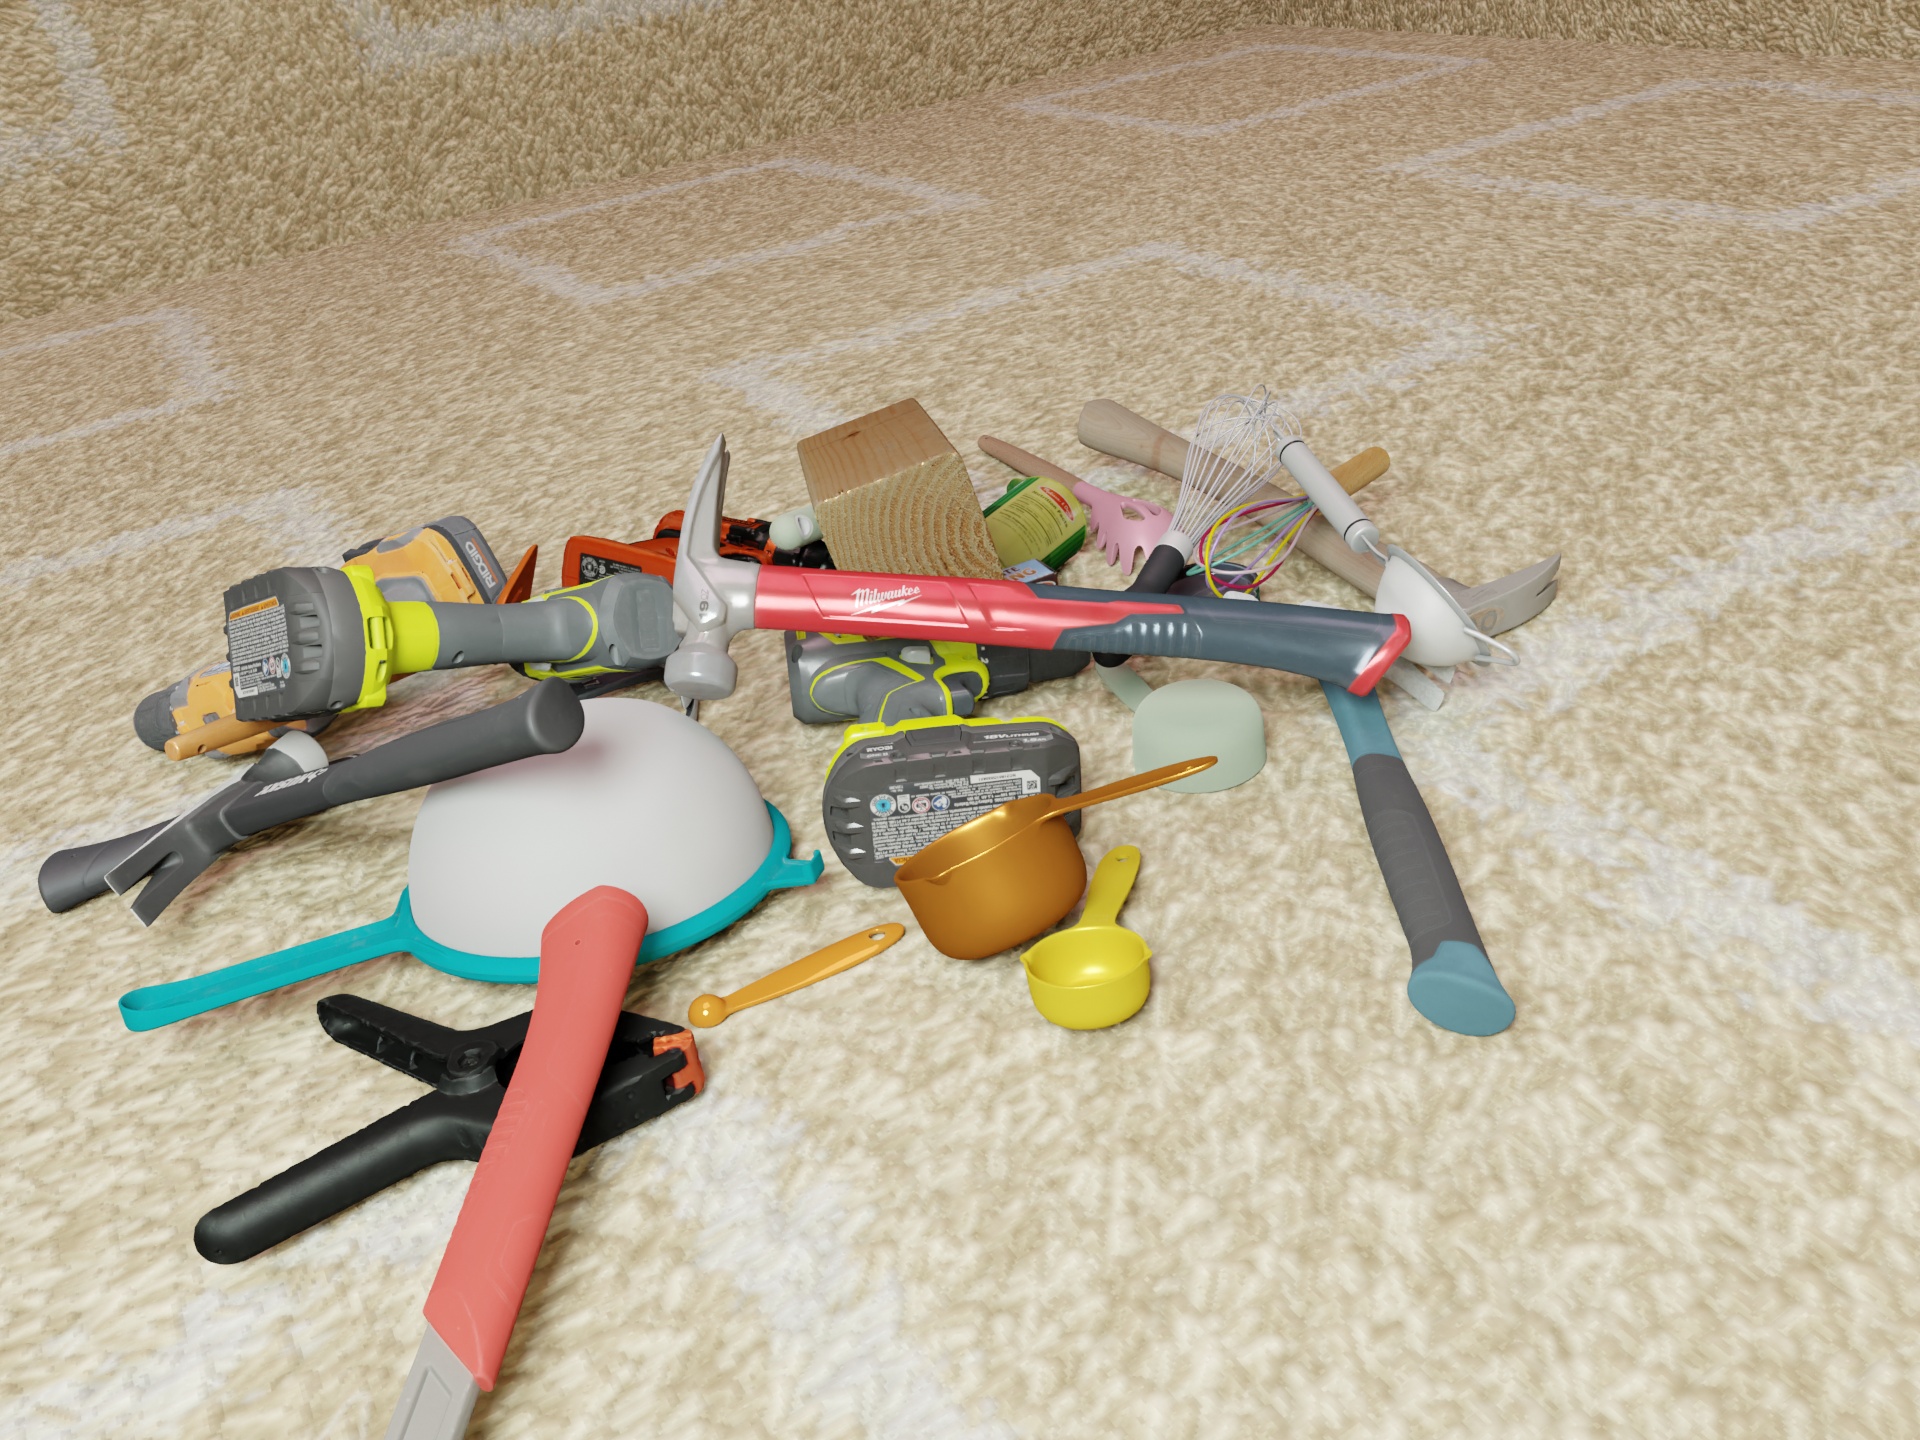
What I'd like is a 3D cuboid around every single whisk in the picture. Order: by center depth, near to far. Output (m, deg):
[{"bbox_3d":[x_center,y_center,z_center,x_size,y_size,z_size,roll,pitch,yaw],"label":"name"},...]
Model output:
[{"bbox_3d":[0.150,-0.127,1.019,0.070,0.070,0.285,10,46,29],"label":"whisk"},{"bbox_3d":[0.217,-0.131,1.021,0.245,0.047,0.051,-32,-4,-44],"label":"whisk"},{"bbox_3d":[-0.075,-0.159,1.177,0.059,0.058,0.246,-18,9,27],"label":"whisk"}]

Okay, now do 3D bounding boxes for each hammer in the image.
[{"bbox_3d":[-0.168,0.202,0.598,0.149,0.036,0.359,-3,39,10],"label":"hammer"},{"bbox_3d":[-0.306,0.031,0.806,0.335,0.035,0.146,-13,26,38],"label":"hammer"},{"bbox_3d":[0.216,0.033,0.815,0.128,0.033,0.331,8,34,-6],"label":"hammer"},{"bbox_3d":[0.042,-0.070,0.847,0.386,0.038,0.143,4,74,2],"label":"hammer"},{"bbox_3d":[-0.356,0.028,0.996,0.409,0.036,0.149,-23,34,-22],"label":"hammer"},{"bbox_3d":[0.222,-0.154,1.120,0.146,0.038,0.411,-21,37,-23],"label":"hammer"}]

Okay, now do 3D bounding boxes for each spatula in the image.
[{"bbox_3d":[-0.367,-0.036,1.010,0.041,0.081,0.322,28,29,17],"label":"spatula"}]

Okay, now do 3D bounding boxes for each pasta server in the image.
[{"bbox_3d":[0.083,-0.179,1.246,0.060,0.040,0.316,-19,28,-17],"label":"pasta server"}]

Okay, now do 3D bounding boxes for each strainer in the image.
[{"bbox_3d":[-0.255,0.062,0.815,0.340,0.095,0.211,-17,25,-26],"label":"strainer"},{"bbox_3d":[0.237,-0.101,0.926,0.050,0.086,0.259,-33,43,9],"label":"strainer"}]

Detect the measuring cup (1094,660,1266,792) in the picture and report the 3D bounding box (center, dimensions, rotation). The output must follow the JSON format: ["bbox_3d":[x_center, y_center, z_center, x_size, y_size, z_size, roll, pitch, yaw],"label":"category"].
[{"bbox_3d":[0.118,-0.015,0.938,0.083,0.038,0.168,-17,33,-15],"label":"measuring cup"}]

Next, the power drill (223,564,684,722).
[{"bbox_3d":[-0.298,-0.046,0.929,0.223,0.080,0.171,-6,0,-42],"label":"power drill"}]

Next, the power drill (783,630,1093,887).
[{"bbox_3d":[-0.001,-0.003,0.915,0.190,0.080,0.229,-6,28,-5],"label":"power drill"}]

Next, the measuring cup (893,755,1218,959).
[{"bbox_3d":[0.052,0.065,0.750,0.173,0.052,0.095,-21,9,28],"label":"measuring cup"}]

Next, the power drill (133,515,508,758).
[{"bbox_3d":[-0.445,-0.049,1.097,0.185,0.084,0.226,-9,27,35],"label":"power drill"}]

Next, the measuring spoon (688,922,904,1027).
[{"bbox_3d":[-0.080,0.122,0.783,0.117,0.011,0.021,-21,32,-21],"label":"measuring spoon"}]

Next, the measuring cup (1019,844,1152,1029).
[{"bbox_3d":[0.071,0.103,0.774,0.062,0.029,0.156,-4,18,16],"label":"measuring cup"}]
